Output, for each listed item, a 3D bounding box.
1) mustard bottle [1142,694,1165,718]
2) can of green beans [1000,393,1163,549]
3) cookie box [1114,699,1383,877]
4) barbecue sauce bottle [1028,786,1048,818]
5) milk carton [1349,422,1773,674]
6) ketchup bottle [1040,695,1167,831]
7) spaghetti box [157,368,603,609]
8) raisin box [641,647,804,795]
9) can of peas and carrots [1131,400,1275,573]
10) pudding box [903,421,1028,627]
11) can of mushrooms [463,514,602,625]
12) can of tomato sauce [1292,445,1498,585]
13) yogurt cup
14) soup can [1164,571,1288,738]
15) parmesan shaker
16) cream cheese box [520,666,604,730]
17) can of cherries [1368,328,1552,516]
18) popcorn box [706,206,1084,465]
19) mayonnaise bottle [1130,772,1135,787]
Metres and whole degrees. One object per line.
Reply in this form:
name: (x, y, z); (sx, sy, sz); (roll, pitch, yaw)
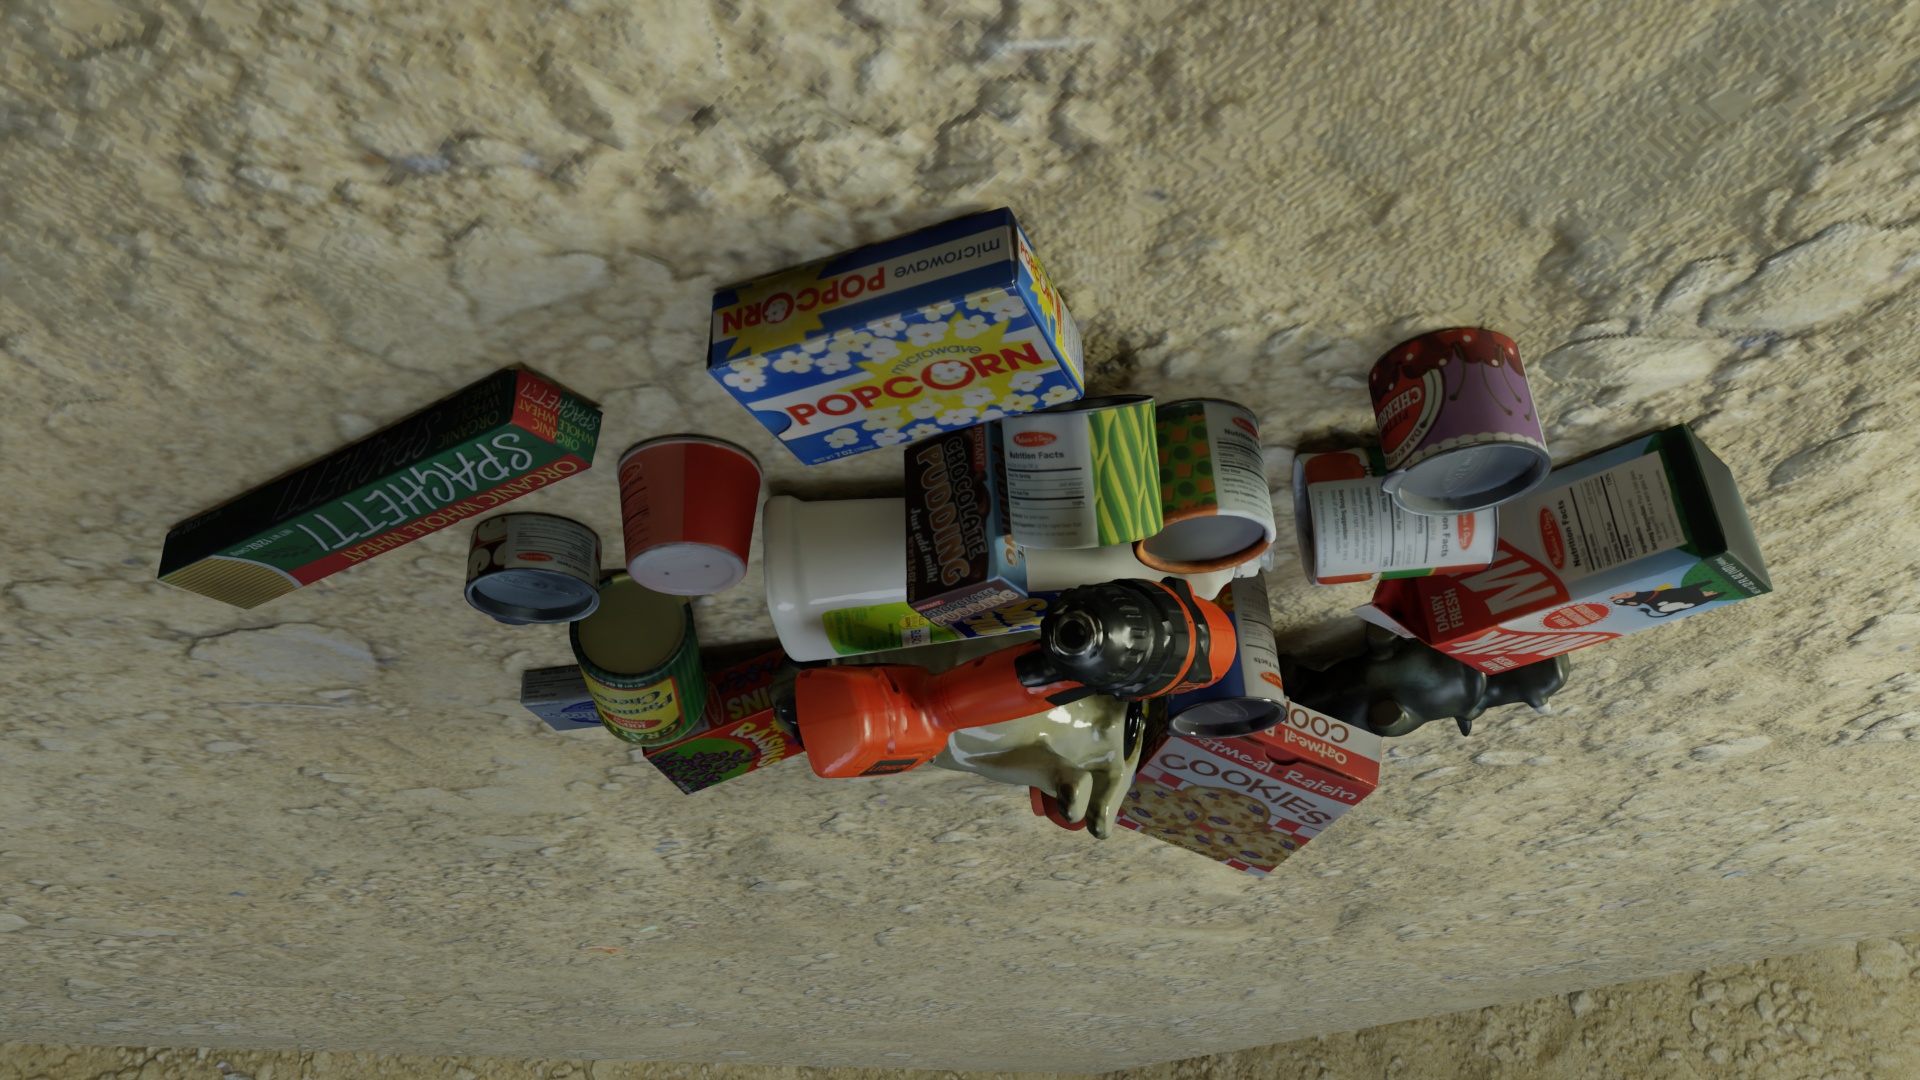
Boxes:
mustard bottle: (0.070, 0.099, 0.893); (0.160, 0.049, 0.065); (-5, 156, 2)
can of green beans: (0.052, -0.030, 0.595); (0.071, 0.057, 0.071); (-6, -171, 1)
cookie box: (0.175, 0.154, 0.892); (0.123, 0.040, 0.166); (21, 145, -3)
barbecue sauce bottle: (0.130, 0.192, 1.092); (0.148, 0.044, 0.064); (-8, 153, 11)
milk carton: (0.306, 0.016, 0.732); (0.190, 0.074, 0.072); (-25, 146, 36)
ketchup bottle: (0.116, 0.152, 0.995); (0.043, 0.065, 0.148); (28, 134, -20)
spaghetti box: (-0.273, -0.019, 0.640); (0.249, 0.029, 0.050); (-18, 151, 27)
raisin box: (-0.131, 0.111, 0.869); (0.123, 0.040, 0.085); (-21, 152, -3)
can of peas and carrots: (0.108, -0.023, 0.647); (0.071, 0.059, 0.070); (-3, 153, -1)
pudding box: (0.002, -0.008, 0.634); (0.049, 0.084, 0.030); (-17, 149, 26)
can of mushrooms: (-0.219, 0.016, 0.711); (0.071, 0.033, 0.070); (-4, 153, -2)
can of tomato sauce: (0.207, -0.014, 0.670); (0.083, 0.071, 0.071); (-6, 153, 6)
yogurt cup: (-0.127, -0.009, 0.649); (0.072, 0.054, 0.072); (-3, 152, -2)
soup can: (0.145, 0.064, 0.795); (0.071, 0.084, 0.071); (-3, 153, -1)
parmesan shaker: (-0.182, 0.067, 0.782); (0.071, 0.071, 0.102); (-1, 153, -6)
cream cheese box: (-0.220, 0.097, 0.882); (0.104, 0.024, 0.053); (-7, 154, 8)
can of cherries: (0.214, -0.051, 0.605); (0.071, 0.058, 0.071); (-3, 154, -1)
popcorn box: (-0.023, -0.076, 0.547); (0.126, 0.038, 0.085); (-13, 153, 17)
mayonnaise bottle: (0.067, 0.148, 0.941); (0.065, 0.041, 0.148); (-4, 179, -22)
